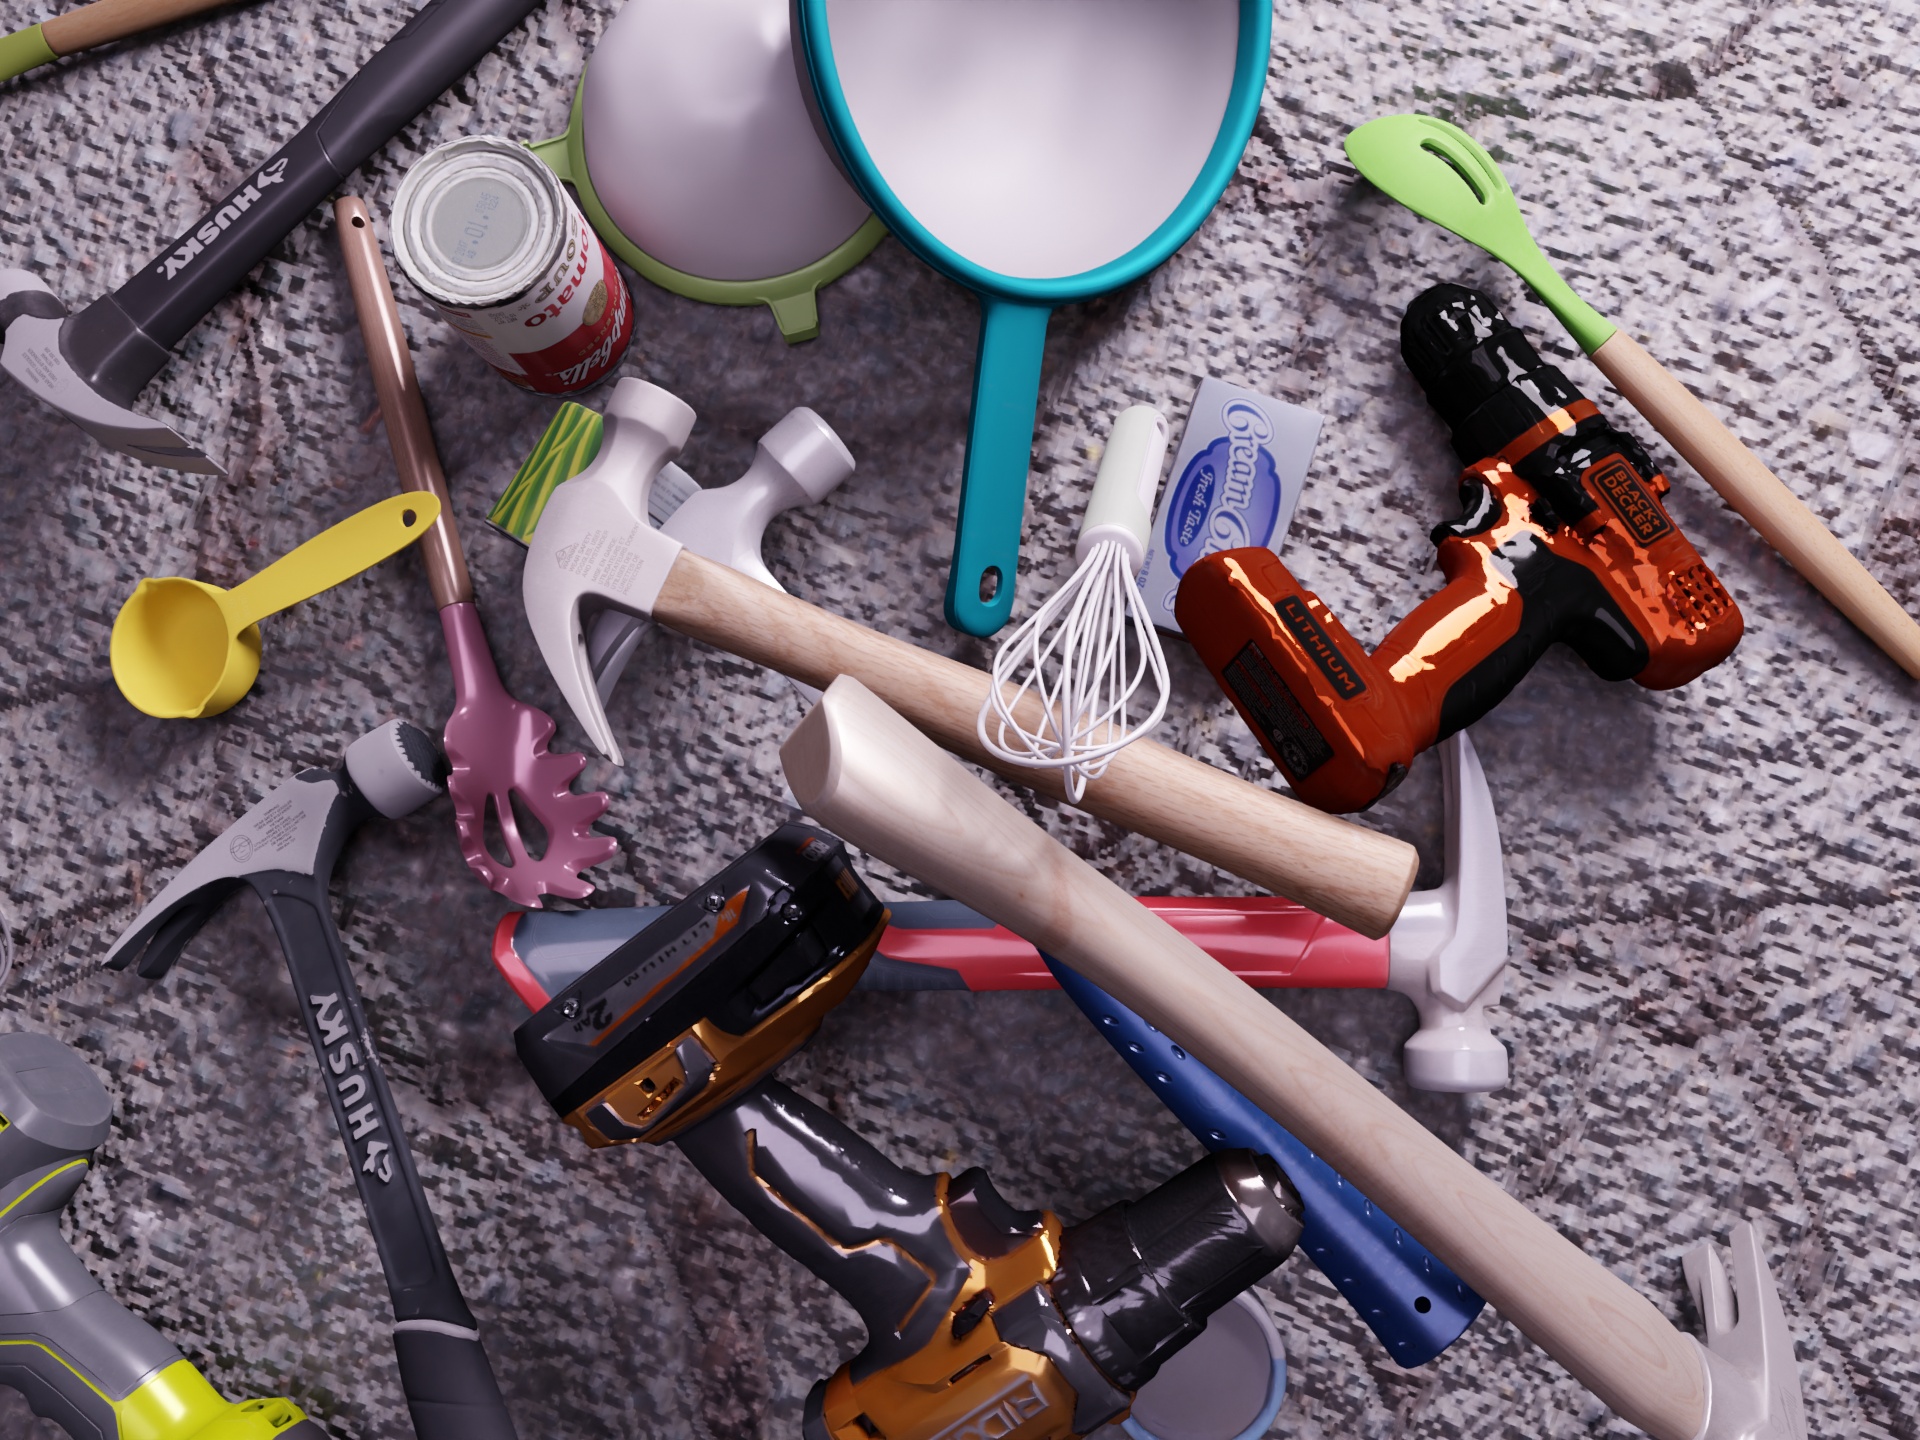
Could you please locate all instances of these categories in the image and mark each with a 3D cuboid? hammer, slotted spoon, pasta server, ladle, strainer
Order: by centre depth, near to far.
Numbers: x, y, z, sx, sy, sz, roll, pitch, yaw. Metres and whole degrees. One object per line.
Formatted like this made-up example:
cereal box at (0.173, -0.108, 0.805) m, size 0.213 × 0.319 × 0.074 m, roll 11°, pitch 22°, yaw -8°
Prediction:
hammer at (0.117, 0.117, 0.523) m, size 0.410 × 0.146 × 0.038 m, roll 38°, pitch 126°, yaw -6°
hammer at (-0.195, 0.198, 0.557) m, size 0.149 × 0.036 × 0.409 m, roll -31°, pitch 64°, yaw 4°
hammer at (-0.001, -0.002, 0.561) m, size 0.331 × 0.031 × 0.130 m, roll 23°, pitch 82°, yaw 6°
hammer at (0.025, 0.071, 0.582) m, size 0.144 × 0.035 × 0.405 m, roll -43°, pitch 81°, yaw -5°
hammer at (0.013, 0.072, 0.619) m, size 0.386 × 0.038 × 0.143 m, roll -1°, pitch 82°, yaw 3°
strainer at (0.005, -0.207, 0.624) m, size 0.211 × 0.095 × 0.340 m, roll -3°, pitch 107°, yaw -34°
slotted spoon at (0.273, -0.132, 0.629) m, size 0.314 × 0.031 × 0.070 m, roll 46°, pitch 46°, yaw 2°
pasta server at (-0.209, -0.074, 0.647) m, size 0.060 × 0.040 × 0.316 m, roll -11°, pitch 79°, yaw -36°
strainer at (-0.063, -0.295, 0.647) m, size 0.151 × 0.069 × 0.256 m, roll 33°, pitch 88°, yaw 6°
hammer at (-0.249, -0.242, 0.656) m, size 0.335 × 0.035 × 0.146 m, roll -46°, pitch 64°, yaw -6°
ladle at (-0.365, -0.301, 0.672) m, size 0.320 × 0.062 × 0.078 m, roll -20°, pitch 91°, yaw -2°

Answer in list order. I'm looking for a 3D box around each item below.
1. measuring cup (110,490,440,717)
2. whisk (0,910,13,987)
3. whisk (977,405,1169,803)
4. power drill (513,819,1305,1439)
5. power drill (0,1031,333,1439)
measuring cup at (-0.269, -0.050, 0.640) m, size 0.156 × 0.029 × 0.062 m, roll -26°, pitch 81°, yaw 9°
whisk at (-0.462, 0.020, 0.646) m, size 0.055 × 0.055 × 0.239 m, roll -39°, pitch 79°, yaw -2°
whisk at (0.052, -0.054, 0.552) m, size 0.059 × 0.246 × 0.057 m, roll -6°, pitch 122°, yaw 18°
power drill at (-0.014, 0.142, 0.531) m, size 0.185 × 0.084 × 0.226 m, roll -37°, pitch 92°, yaw 9°
power drill at (-0.363, 0.260, 0.599) m, size 0.190 × 0.080 × 0.228 m, roll -44°, pitch 81°, yaw -3°
